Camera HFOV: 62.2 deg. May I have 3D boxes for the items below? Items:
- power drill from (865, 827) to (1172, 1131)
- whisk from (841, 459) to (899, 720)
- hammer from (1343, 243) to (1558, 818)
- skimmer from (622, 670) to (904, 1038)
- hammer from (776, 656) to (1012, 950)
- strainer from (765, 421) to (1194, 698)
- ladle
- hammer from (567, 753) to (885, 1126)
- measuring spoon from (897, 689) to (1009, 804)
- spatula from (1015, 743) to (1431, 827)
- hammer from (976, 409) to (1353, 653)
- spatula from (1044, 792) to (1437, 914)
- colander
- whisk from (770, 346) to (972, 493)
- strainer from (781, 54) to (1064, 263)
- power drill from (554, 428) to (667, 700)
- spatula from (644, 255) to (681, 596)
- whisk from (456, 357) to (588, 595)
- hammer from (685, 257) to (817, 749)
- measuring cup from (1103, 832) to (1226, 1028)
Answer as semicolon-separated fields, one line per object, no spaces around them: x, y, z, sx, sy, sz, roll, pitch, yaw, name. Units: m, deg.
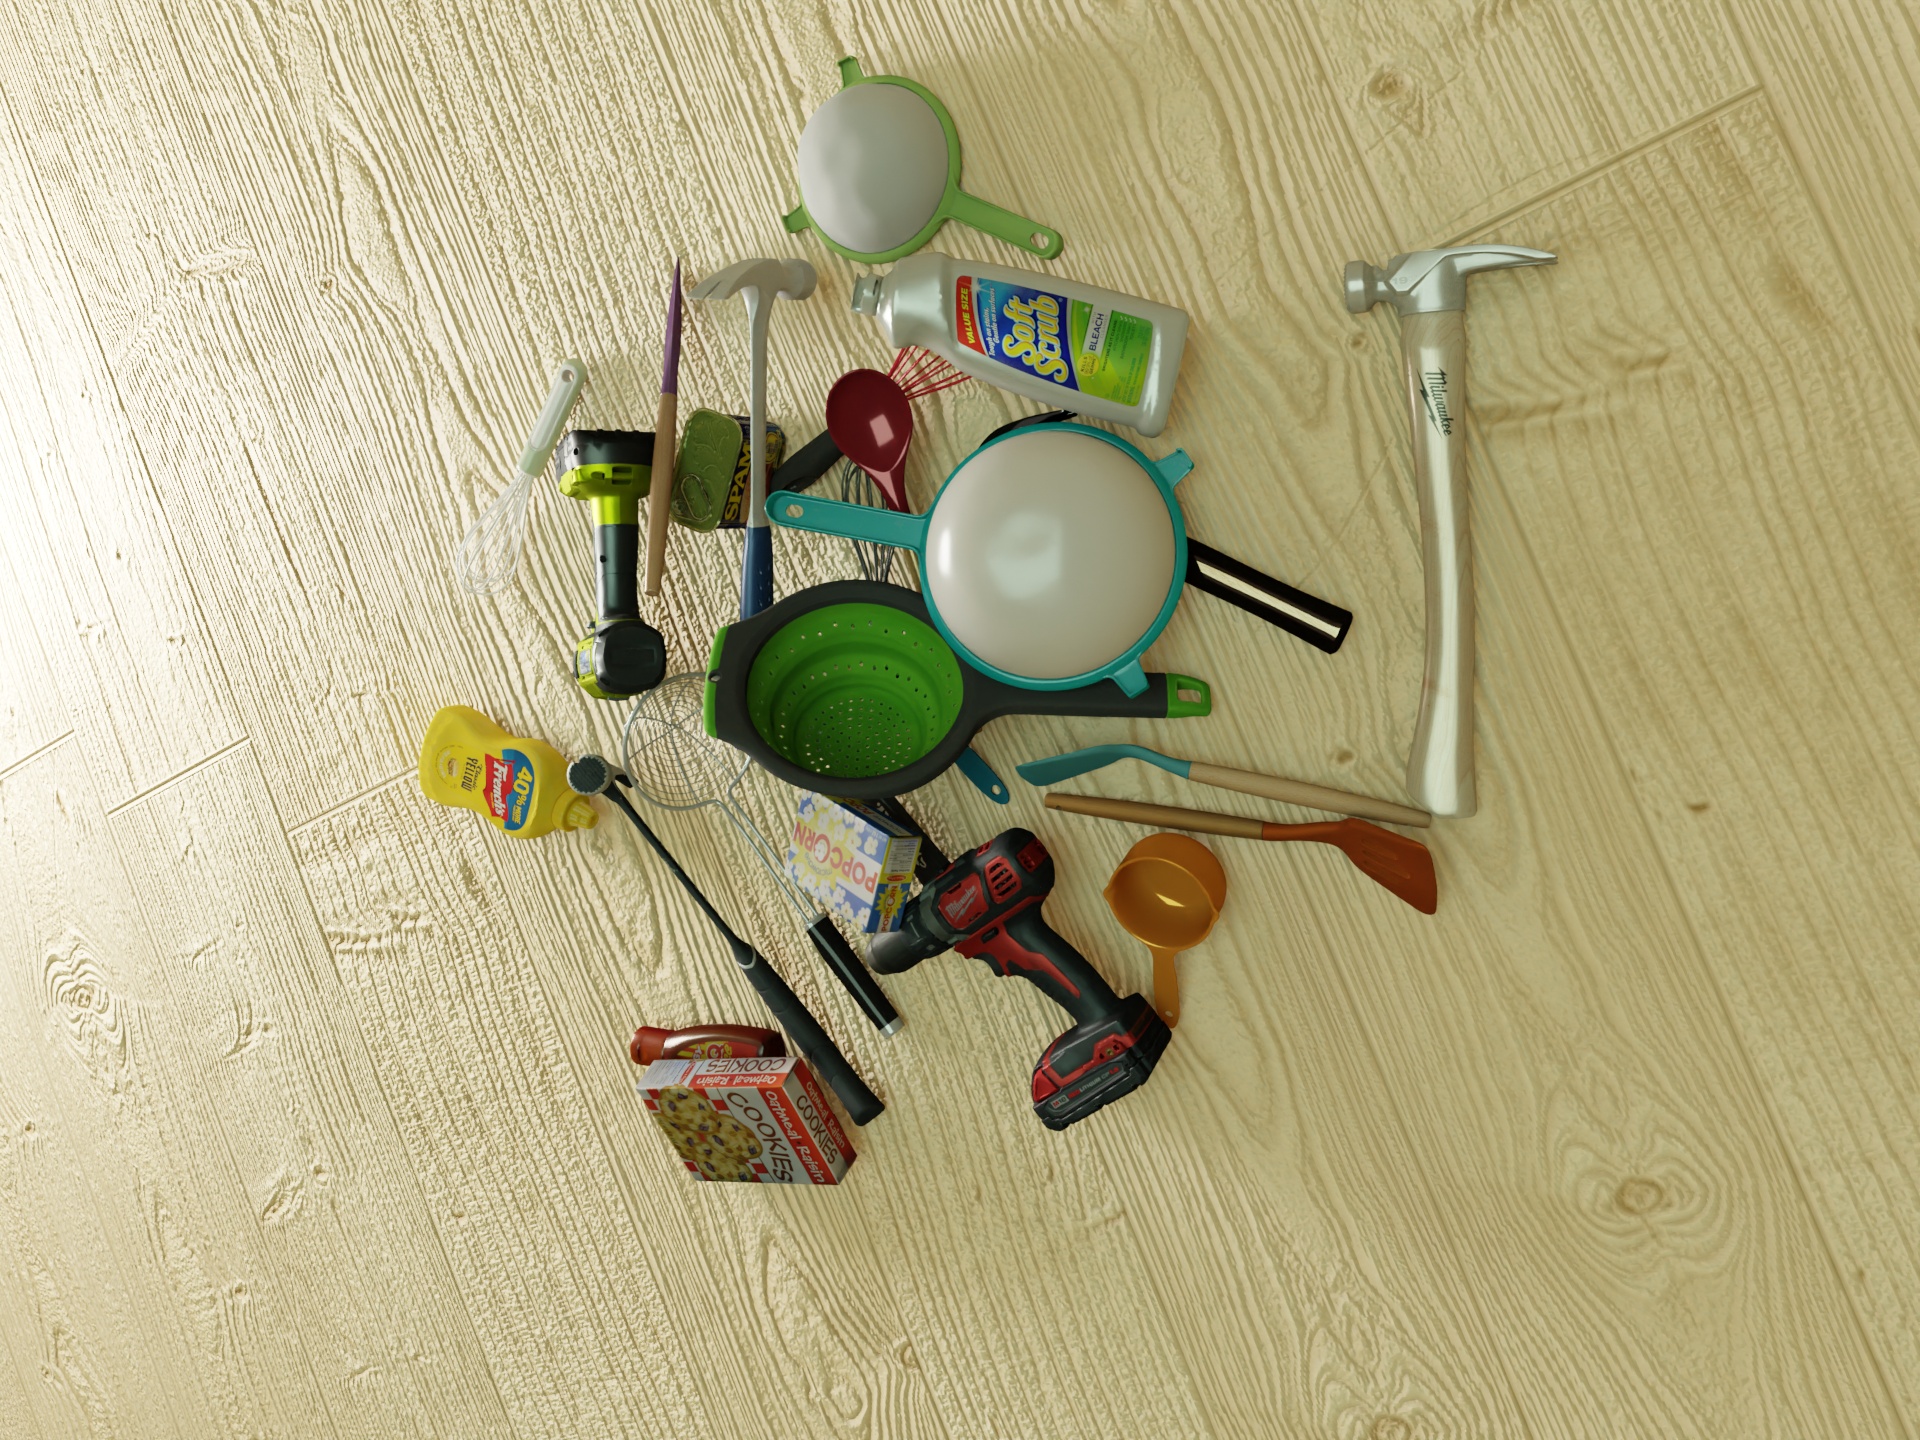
0.042;0.217;1.297;0.188;0.080;0.227;-37;90;29;power drill
-0.067;-0.111;1.347;0.055;0.055;0.239;0;101;24;whisk
0.362;-0.133;1.155;0.146;0.038;0.410;-1;96;23;hammer
-0.160;0.123;1.389;0.127;0.090;0.363;-35;84;-19;skimmer
-0.091;0.053;1.380;0.146;0.035;0.335;-44;78;21;hammer
0.000;-0.144;1.210;0.340;0.095;0.211;11;88;13;strainer
-0.036;-0.135;1.306;0.069;0.031;0.315;-17;103;8;ladle
-0.203;0.195;1.416;0.036;0.149;0.409;-38;89;-4;hammer
-0.002;0.021;1.350;0.042;0.021;0.128;-43;88;22;measuring spoon
0.203;0.055;1.243;0.317;0.082;0.044;11;79;18;spatula
0.152;-0.142;1.249;0.331;0.031;0.130;28;107;18;hammer
0.212;0.089;1.244;0.323;0.041;0.080;7;139;26;spatula
-0.002;-0.004;1.279;0.397;0.094;0.205;2;57;0;colander
-0.055;-0.271;1.313;0.296;0.073;0.073;-35;82;29;whisk
-0.036;-0.428;1.276;0.256;0.069;0.151;30;107;20;strainer
-0.311;-0.130;1.403;0.190;0.080;0.228;177;91;-67;power drill
-0.249;-0.250;1.345;0.018;0.059;0.316;3;69;-8;spatula
-0.406;-0.225;1.481;0.058;0.059;0.246;30;103;5;whisk
-0.171;-0.171;1.310;0.035;0.144;0.405;10;108;24;hammer
0.171;0.167;1.276;0.095;0.052;0.173;8;124;25;measuring cup
